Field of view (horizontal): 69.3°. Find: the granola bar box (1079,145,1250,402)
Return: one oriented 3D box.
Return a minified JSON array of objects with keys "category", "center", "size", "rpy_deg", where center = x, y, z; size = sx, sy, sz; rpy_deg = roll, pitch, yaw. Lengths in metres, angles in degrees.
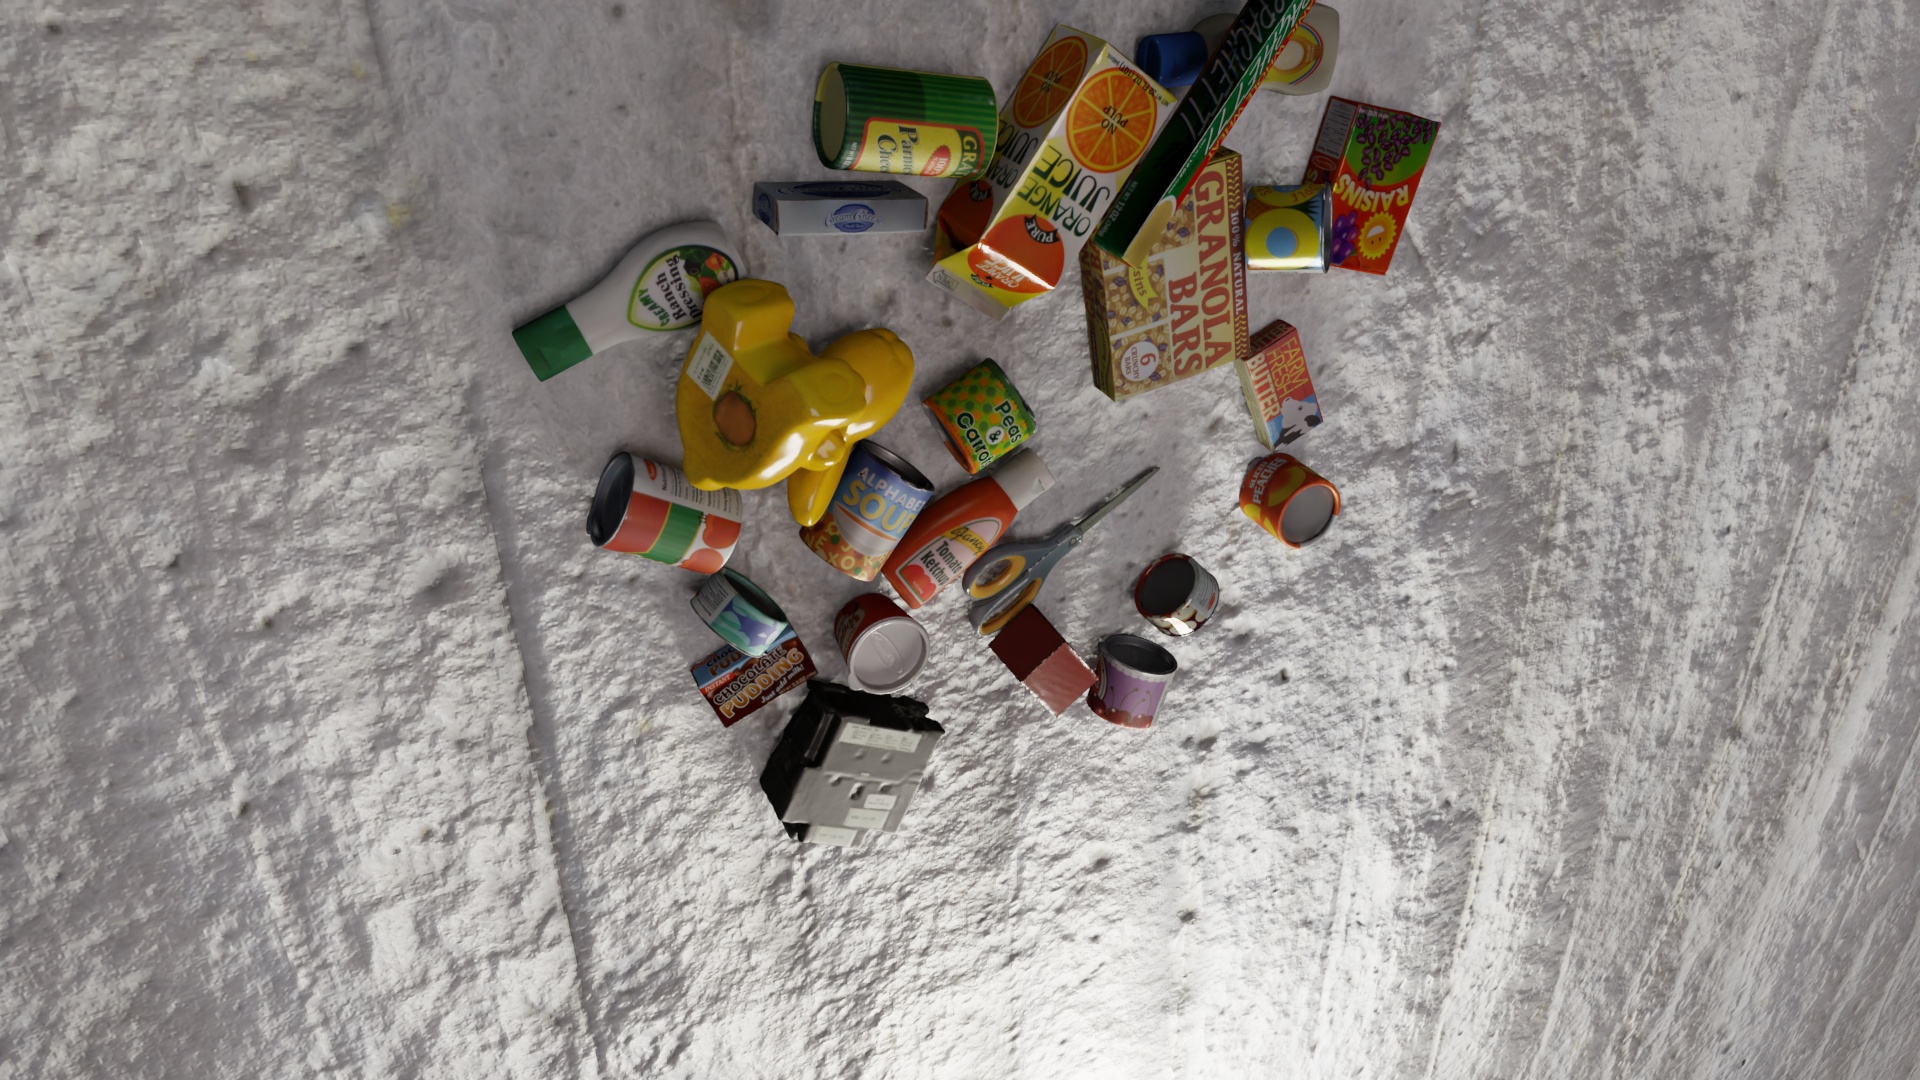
[{"category":"granola bar box","center":[0.154,-0.200,1.044],"size":[0.124,0.039,0.164],"rpy_deg":[-21,124,-16]}]

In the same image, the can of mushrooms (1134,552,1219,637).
[{"category":"can of mushrooms","center":[0.181,0.046,1.180],"size":[0.071,0.071,0.033],"rpy_deg":[-48,127,4]}]

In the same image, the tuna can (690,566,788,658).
[{"category":"tuna can","center":[-0.158,0.053,1.007],"size":[0.071,0.071,0.033],"rpy_deg":[36,96,-37]}]

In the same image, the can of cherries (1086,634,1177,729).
[{"category":"can of cherries","center":[0.145,0.122,1.204],"size":[0.071,0.072,0.058],"rpy_deg":[2,116,-28]}]

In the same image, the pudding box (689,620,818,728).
[{"category":"pudding box","center":[-0.157,0.098,1.056],"size":[0.084,0.030,0.049],"rpy_deg":[-31,125,-9]}]

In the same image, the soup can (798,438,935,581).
[{"category":"soup can","center":[-0.068,-0.021,1.010],"size":[0.071,0.071,0.083],"rpy_deg":[27,102,-35]}]

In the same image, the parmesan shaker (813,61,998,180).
[{"category":"parmesan shaker","center":[-0.037,-0.267,0.894],"size":[0.103,0.071,0.071],"rpy_deg":[-3,118,-25]}]

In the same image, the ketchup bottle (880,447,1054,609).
[{"category":"ketchup bottle","center":[0.004,-0.013,1.068],"size":[0.149,0.044,0.064],"rpy_deg":[-38,137,-4]}]

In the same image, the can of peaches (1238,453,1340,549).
[{"category":"can of peaches","center":[0.281,-0.035,1.189],"size":[0.071,0.058,0.071],"rpy_deg":[-13,122,-21]}]

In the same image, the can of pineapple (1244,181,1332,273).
[{"category":"can of pineapple","center":[0.245,-0.234,1.036],"size":[0.058,0.071,0.070],"rpy_deg":[3,125,20]}]

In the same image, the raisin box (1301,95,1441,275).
[{"category":"raisin box","center":[0.312,-0.275,1.084],"size":[0.086,0.040,0.122],"rpy_deg":[2,116,-29]}]

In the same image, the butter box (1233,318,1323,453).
[{"category":"butter box","center":[0.263,-0.127,1.150],"size":[0.053,0.024,0.103],"rpy_deg":[-32,126,-7]}]

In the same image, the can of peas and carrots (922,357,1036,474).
[{"category":"can of peas and carrots","center":[0.015,-0.089,1.014],"size":[0.059,0.071,0.070],"rpy_deg":[-34,127,-6]}]

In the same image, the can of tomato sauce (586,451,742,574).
[{"category":"can of tomato sauce","center":[-0.202,-0.016,0.948],"size":[0.083,0.071,0.071],"rpy_deg":[18,108,-34]}]

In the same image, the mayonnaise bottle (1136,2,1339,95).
[{"category":"mayonnaise bottle","center":[0.197,-0.344,0.985],"size":[0.148,0.041,0.064],"rpy_deg":[-13,123,-21]}]

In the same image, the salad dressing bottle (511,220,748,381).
[{"category":"salad dressing bottle","center":[-0.209,-0.150,0.882],"size":[0.148,0.044,0.064],"rpy_deg":[-30,129,-9]}]

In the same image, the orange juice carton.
[{"category":"orange juice carton","center":[0.054,-0.244,0.947],"size":[0.072,0.073,0.192],"rpy_deg":[26,103,-35]}]

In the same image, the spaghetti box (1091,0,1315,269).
[{"category":"spaghetti box","center":[0.173,-0.298,0.940],"size":[0.249,0.029,0.050],"rpy_deg":[-56,165,11]}]

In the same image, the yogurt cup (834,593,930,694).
[{"category":"yogurt cup","center":[-0.064,0.077,1.077],"size":[0.072,0.054,0.072],"rpy_deg":[-12,122,-21]}]

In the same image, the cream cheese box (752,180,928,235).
[{"category":"cream cheese box","center":[-0.079,-0.217,0.906],"size":[0.104,0.053,0.024],"rpy_deg":[-7,118,-24]}]
